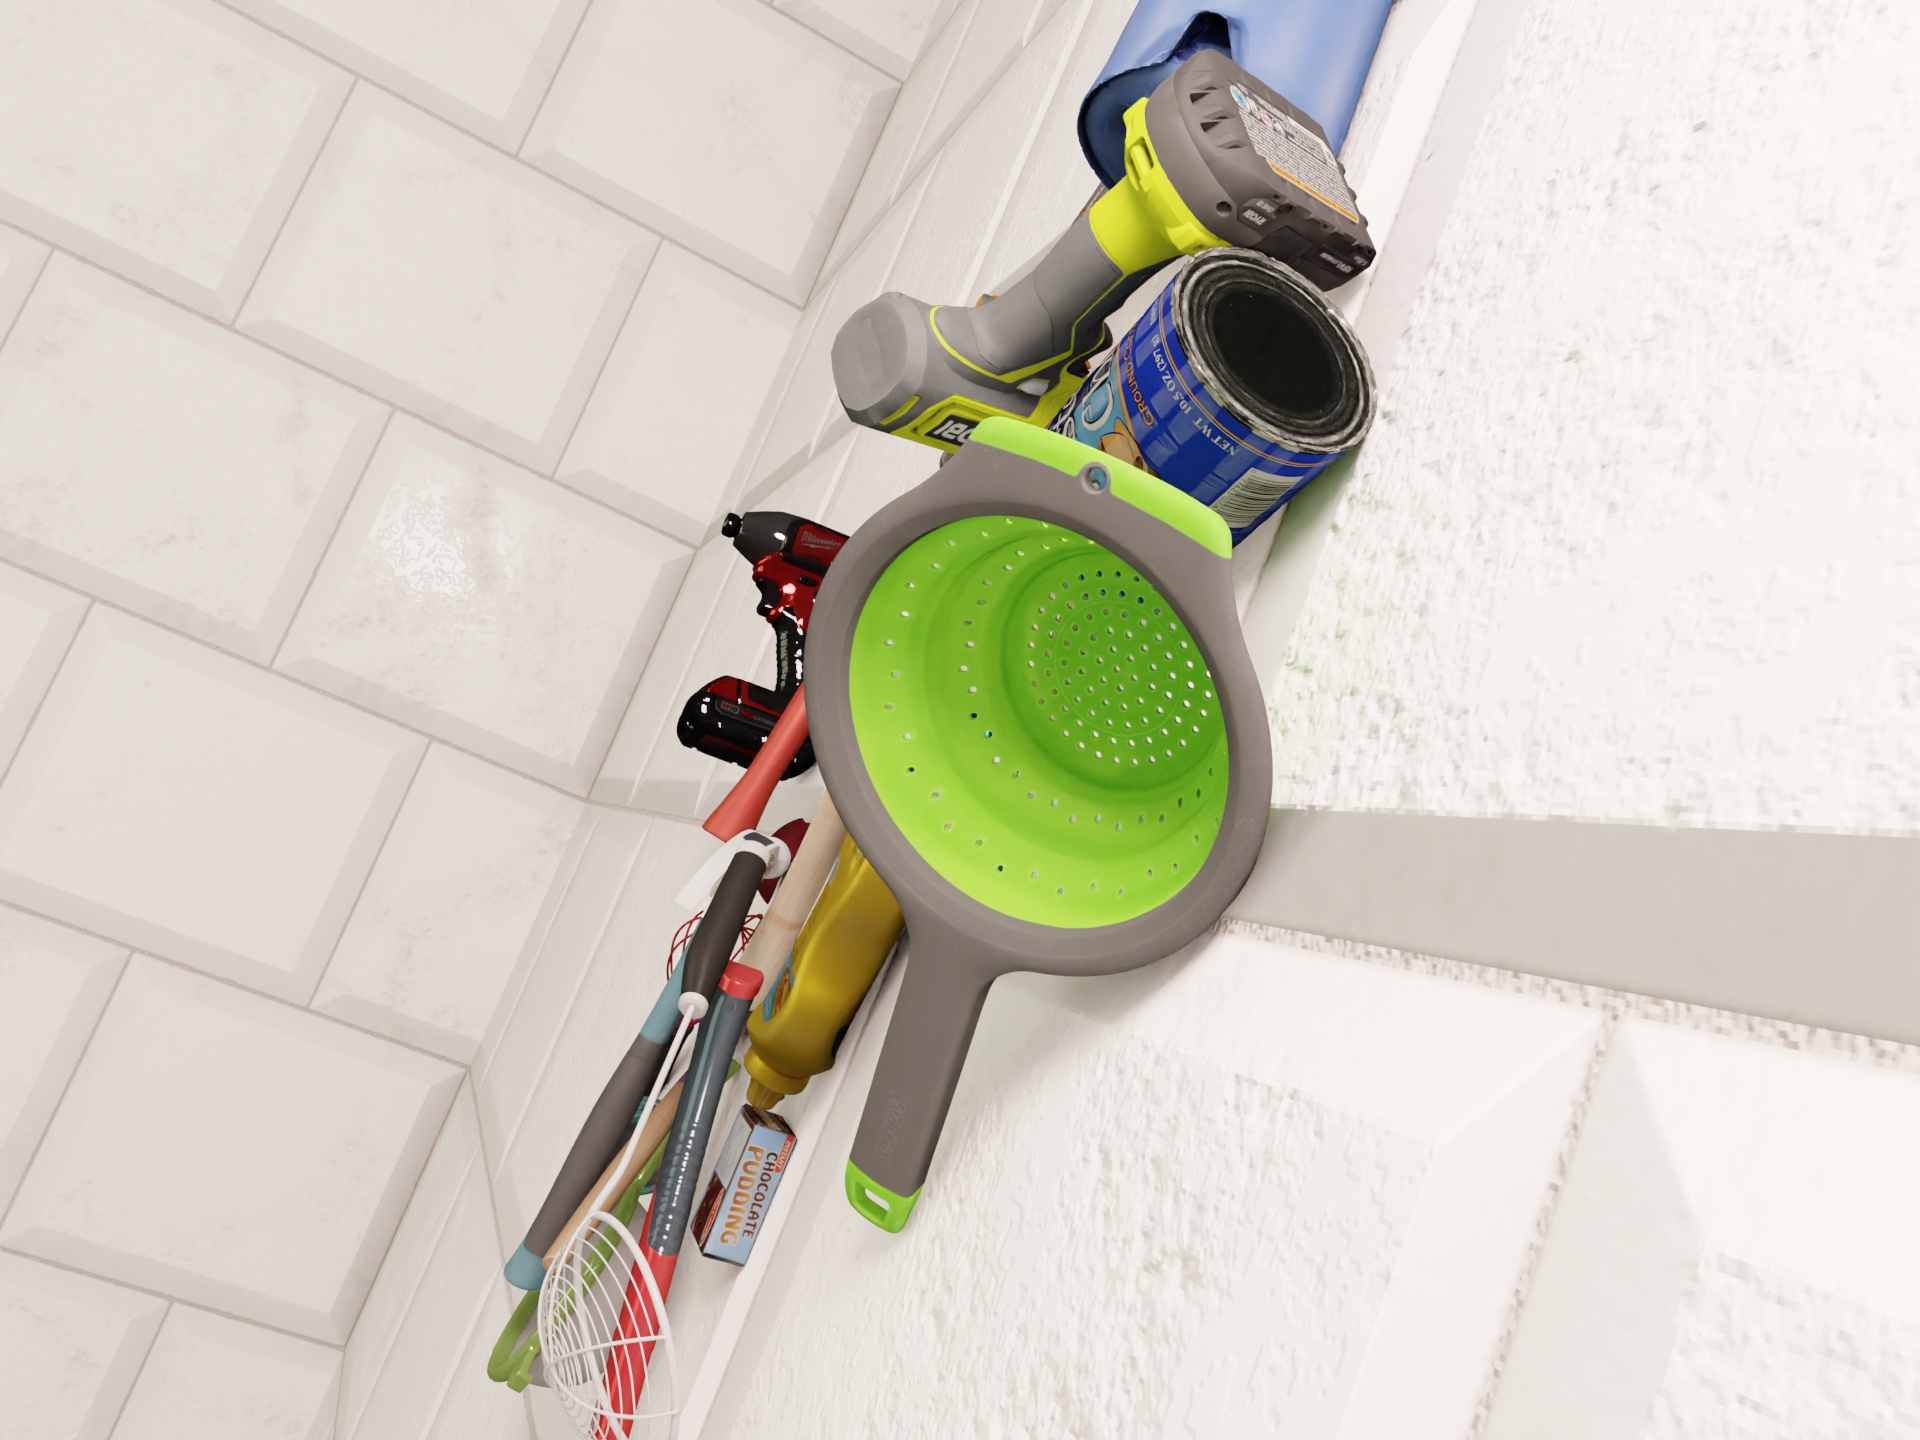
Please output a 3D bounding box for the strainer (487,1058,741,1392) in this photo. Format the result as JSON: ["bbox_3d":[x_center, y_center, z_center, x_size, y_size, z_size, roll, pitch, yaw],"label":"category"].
[{"bbox_3d":[-0.215,0.352,1.090,0.256,0.069,0.151,-53,8,-22],"label":"strainer"}]

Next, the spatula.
[{"bbox_3d":[-0.194,0.259,1.044,0.059,0.018,0.316,-58,-2,23],"label":"spatula"}]

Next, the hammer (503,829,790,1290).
[{"bbox_3d":[-0.211,0.224,1.062,0.331,0.033,0.128,-62,-8,-3],"label":"hammer"}]

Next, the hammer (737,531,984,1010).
[{"bbox_3d":[-0.072,0.050,1.014,0.146,0.038,0.410,-55,-5,-49],"label":"hammer"}]

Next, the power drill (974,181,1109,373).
[{"bbox_3d":[0.090,-0.303,1.016,0.226,0.084,0.185,-57,14,12],"label":"power drill"}]

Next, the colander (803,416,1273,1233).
[{"bbox_3d":[0.024,0.060,0.684,0.094,0.205,0.396,-32,-36,-53],"label":"colander"}]

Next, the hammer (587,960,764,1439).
[{"bbox_3d":[-0.187,0.329,0.946,0.143,0.038,0.387,-41,32,57],"label":"hammer"}]

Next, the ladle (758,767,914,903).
[{"bbox_3d":[-0.085,0.065,1.134,0.315,0.031,0.069,-37,29,54],"label":"ladle"}]

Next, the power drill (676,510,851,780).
[{"bbox_3d":[-0.158,-0.073,1.348,0.078,0.143,0.220,-35,36,64],"label":"power drill"}]

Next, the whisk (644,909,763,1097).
[{"bbox_3d":[-0.216,0.230,1.253,0.295,0.073,0.073,123,163,-44],"label":"whisk"}]

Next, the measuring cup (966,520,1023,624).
[{"bbox_3d":[0.034,-0.113,0.991,0.167,0.038,0.083,-44,26,55],"label":"measuring cup"}]

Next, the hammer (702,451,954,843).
[{"bbox_3d":[-0.075,-0.067,1.144,0.359,0.036,0.149,-59,4,-7],"label":"hammer"}]

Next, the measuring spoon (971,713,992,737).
[{"bbox_3d":[-0.002,-0.003,0.976,0.042,0.021,0.129,-62,18,10],"label":"measuring spoon"}]

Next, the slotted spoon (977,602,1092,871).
[{"bbox_3d":[0.052,-0.029,0.847,0.314,0.031,0.070,-65,17,-7],"label":"slotted spoon"}]

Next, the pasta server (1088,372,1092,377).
[{"bbox_3d":[0.102,-0.211,0.898,0.316,0.040,0.060,-27,77,56],"label":"pasta server"}]

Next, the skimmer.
[{"bbox_3d":[-0.147,0.225,0.905,0.127,0.090,0.364,-53,14,46],"label":"skimmer"}]

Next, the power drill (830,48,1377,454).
[{"bbox_3d":[0.076,-0.196,0.763,0.228,0.190,0.080,-31,66,36],"label":"power drill"}]
